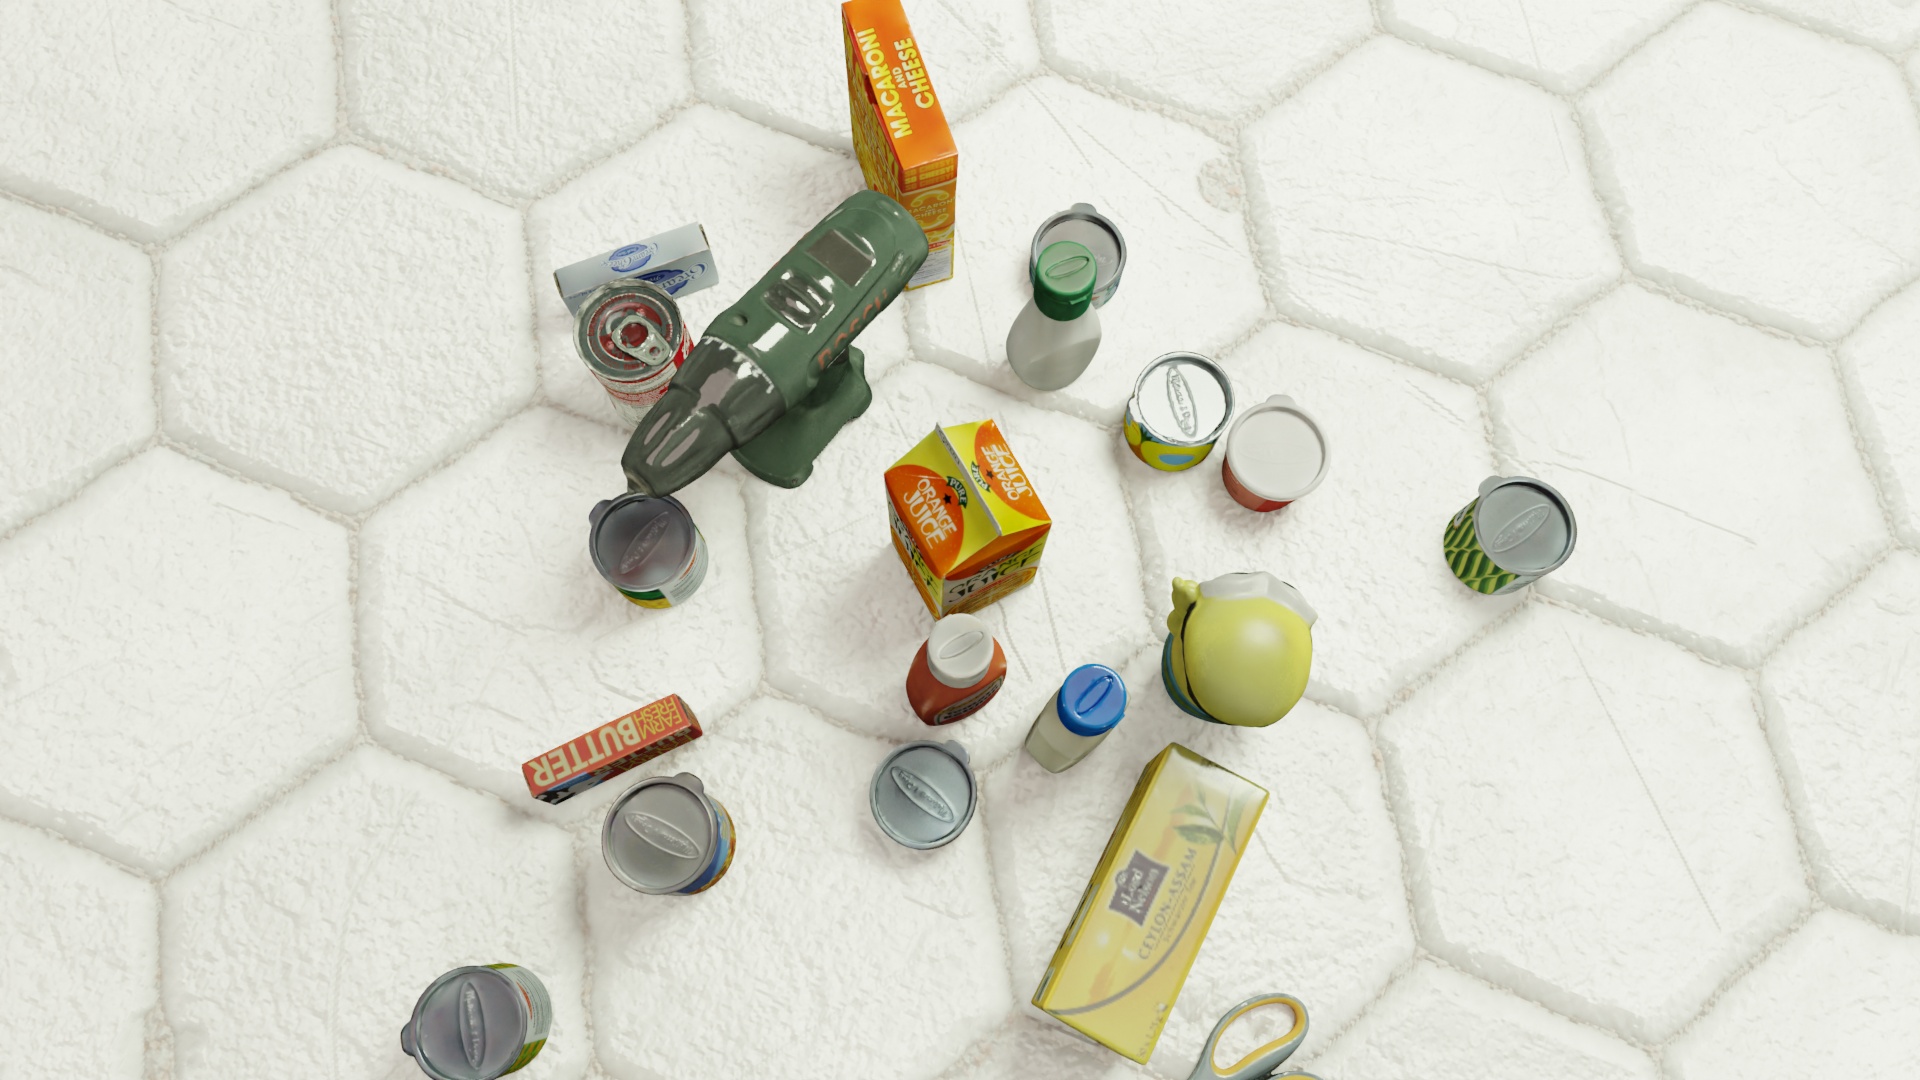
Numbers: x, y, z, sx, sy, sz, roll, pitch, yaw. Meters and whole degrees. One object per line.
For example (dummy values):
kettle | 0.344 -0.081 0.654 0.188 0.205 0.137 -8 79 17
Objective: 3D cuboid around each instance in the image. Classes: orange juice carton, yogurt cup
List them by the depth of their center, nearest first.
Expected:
orange juice carton | 0.003 -0.010 0.829 0.073 0.192 0.072 -27 77 -8
yogurt cup | 0.205 -0.052 0.917 0.072 0.053 0.072 0 75 -1

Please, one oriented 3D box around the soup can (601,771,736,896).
soup can | -0.170 0.176 0.830 0.071 0.083 0.071 0 75 -1

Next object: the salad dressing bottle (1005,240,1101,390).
salad dressing bottle | 0.063 -0.142 0.891 0.064 0.147 0.044 -22 76 -7

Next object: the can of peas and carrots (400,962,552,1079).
can of peas and carrots | -0.281 0.282 0.810 0.071 0.058 0.071 0 75 -1

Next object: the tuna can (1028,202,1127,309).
tuna can | 0.081 -0.196 0.966 0.071 0.032 0.071 0 74 -1

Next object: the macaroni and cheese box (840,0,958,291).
macaroni and cheese box | -0.040 -0.256 0.910 0.040 0.166 0.124 -18 76 -6

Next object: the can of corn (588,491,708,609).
can of corn | -0.200 0.005 0.890 0.071 0.058 0.071 0 75 -1

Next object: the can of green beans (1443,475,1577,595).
can of green beans | 0.356 -0.002 0.904 0.071 0.057 0.071 0 75 -1

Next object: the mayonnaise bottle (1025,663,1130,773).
mayonnaise bottle | 0.071 0.102 0.822 0.041 0.147 0.065 42 78 9

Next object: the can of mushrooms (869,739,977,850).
can of mushrooms | -0.021 0.157 0.864 0.071 0.033 0.071 0 74 -1

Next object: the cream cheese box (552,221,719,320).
cream cheese box | -0.218 -0.179 0.944 0.104 0.053 0.024 -21 76 -7

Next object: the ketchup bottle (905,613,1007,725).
ketchup bottle | -0.002 0.075 0.828 0.065 0.148 0.043 -30 77 -8

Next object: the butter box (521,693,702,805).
butter box | -0.213 0.129 0.858 0.104 0.053 0.024 -25 77 -8

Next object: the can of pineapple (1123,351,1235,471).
can of pineapple | 0.142 -0.085 0.923 0.071 0.057 0.071 0 75 -1
